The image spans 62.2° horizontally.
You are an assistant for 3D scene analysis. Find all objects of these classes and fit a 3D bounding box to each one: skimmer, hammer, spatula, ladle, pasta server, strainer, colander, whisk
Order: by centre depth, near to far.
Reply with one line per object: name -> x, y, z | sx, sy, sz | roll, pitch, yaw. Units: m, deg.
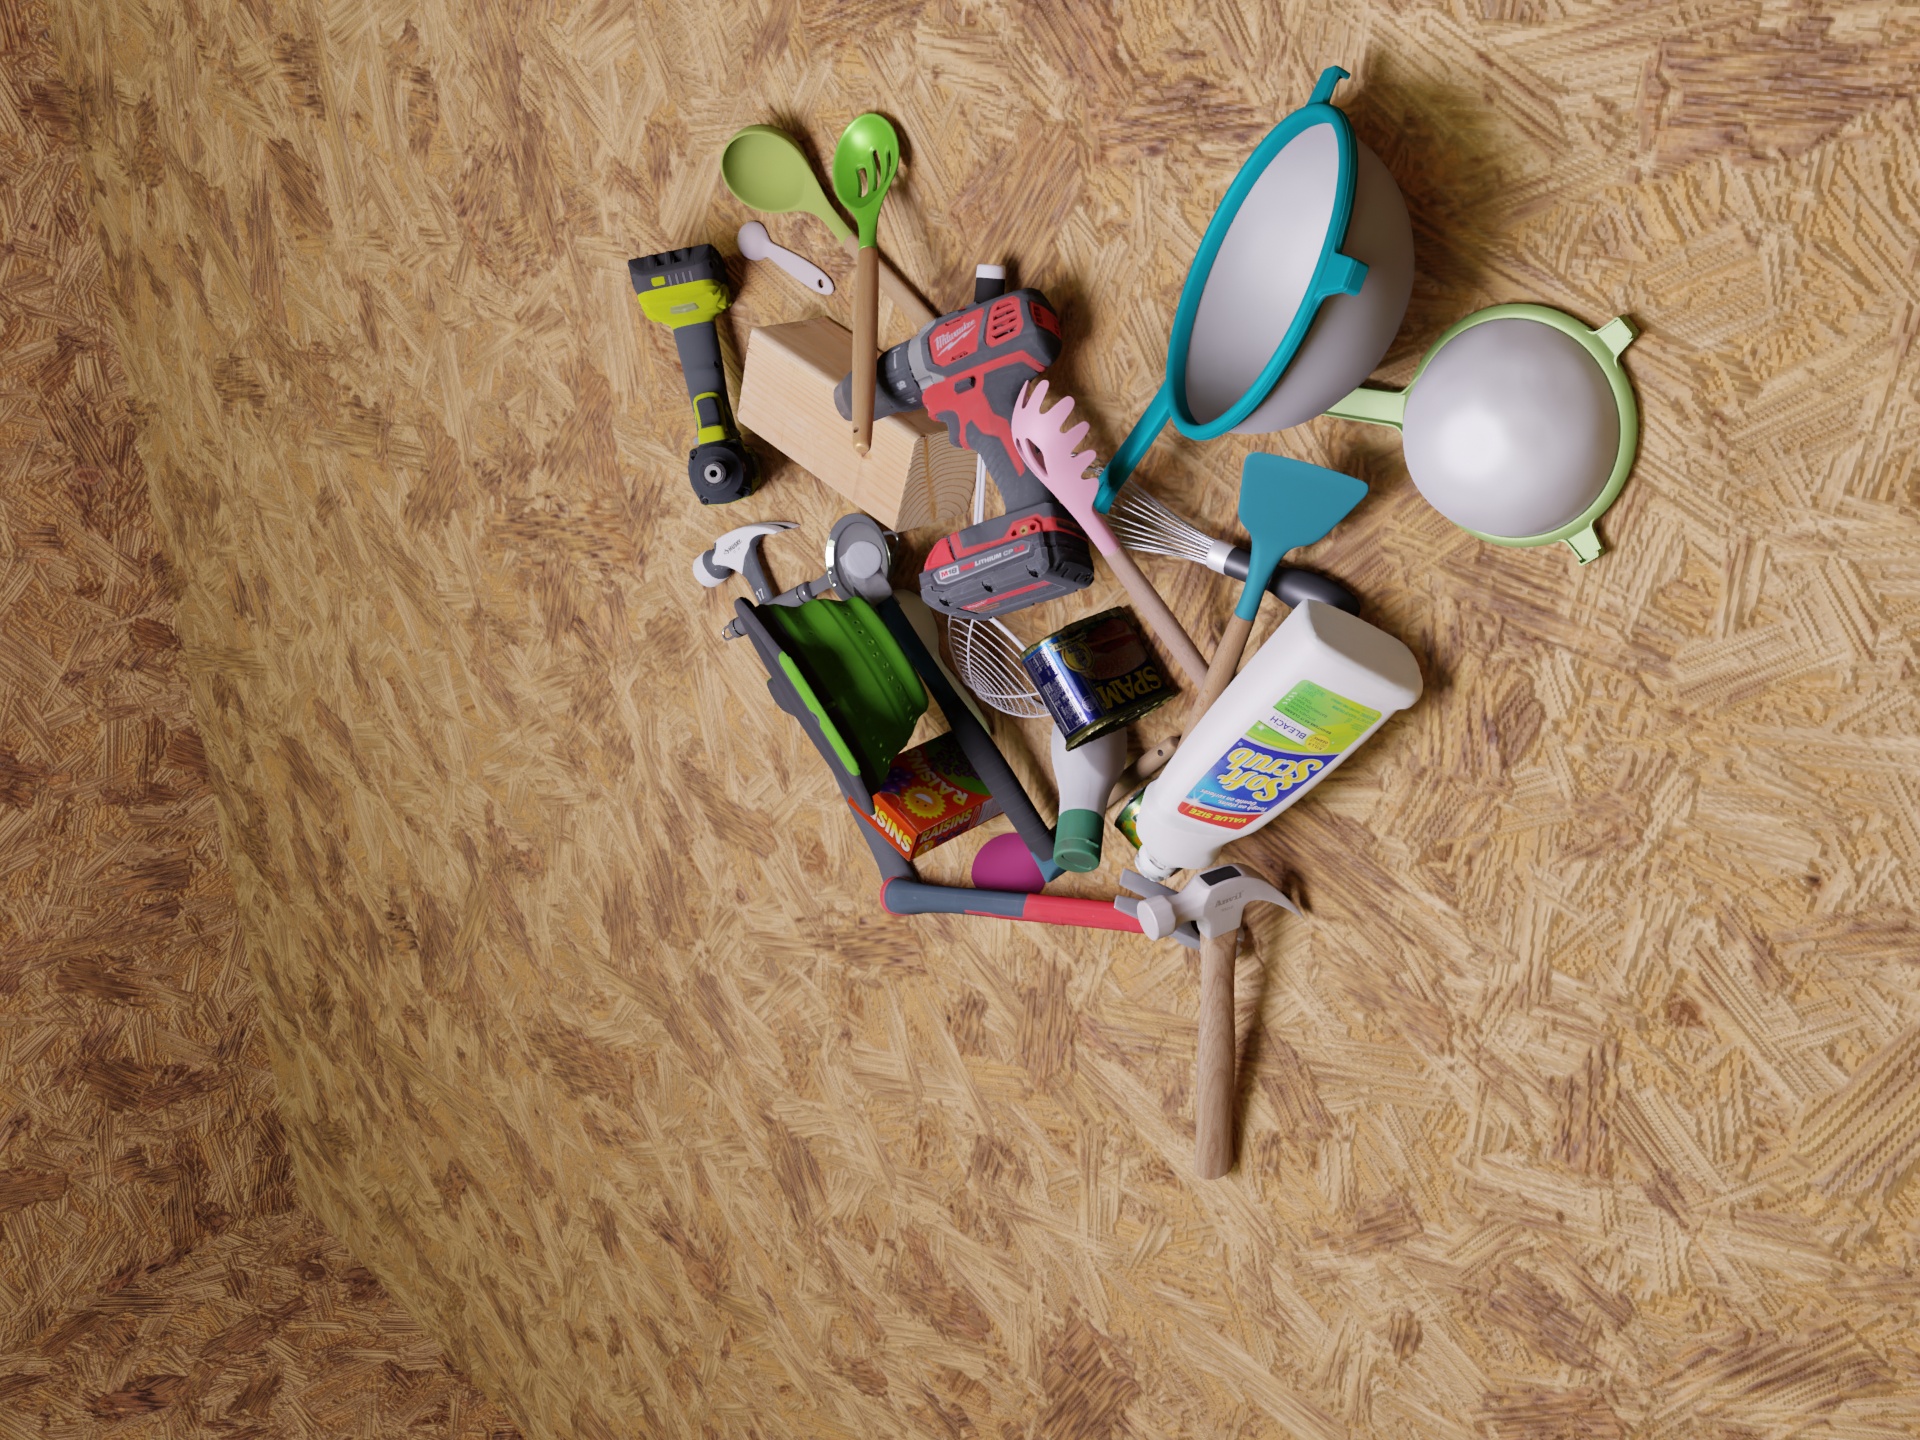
strainer -> 0.286, -0.187, 1.000 | 0.256, 0.069, 0.151 | 20, 121, 38
strainer -> 0.194, -0.232, 1.039 | 0.340, 0.095, 0.211 | 126, 155, -52
spatula -> 0.190, -0.048, 1.123 | 0.082, 0.044, 0.317 | 16, 123, -1
pasta server -> 0.127, -0.109, 1.137 | 0.316, 0.040, 0.060 | 50, 163, -29
whisk -> 0.165, -0.132, 1.167 | 0.285, 0.070, 0.070 | 28, 126, 30
hammer -> 0.207, 0.248, 1.270 | 0.031, 0.130, 0.331 | -131, 28, -49
skimmer -> 0.041, -0.178, 1.282 | 0.127, 0.090, 0.363 | 29, 121, 58
ladle -> -0.084, -0.377, 1.315 | 0.320, 0.062, 0.078 | 49, 144, 15
hammer -> -0.002, -0.004, 1.347 | 0.331, 0.033, 0.128 | 57, 175, -3
colander -> -0.107, -0.037, 1.361 | 0.204, 0.094, 0.397 | 58, 172, -9
hammer -> 0.050, 0.156, 1.368 | 0.386, 0.143, 0.038 | -2, 66, 48
strainer -> -0.135, -0.123, 1.466 | 0.258, 0.050, 0.087 | -22, 84, 37
hammer -> -0.133, -0.006, 1.554 | 0.149, 0.036, 0.409 | -28, 87, 48

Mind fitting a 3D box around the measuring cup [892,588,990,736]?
measuring cup -> -0.033, -0.044, 1.425 | 0.168, 0.038, 0.083 | 53, 137, 18

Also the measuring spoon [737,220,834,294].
measuring spoon -> -0.158, -0.405, 1.405 | 0.124, 0.018, 0.034 | 37, 131, 28

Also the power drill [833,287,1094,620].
power drill -> -0.001, -0.193, 1.188 | 0.188, 0.080, 0.227 | -16, 78, 28

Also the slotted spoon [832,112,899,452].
slotted spoon -> -0.073, -0.340, 1.230 | 0.070, 0.031, 0.314 | -19, 59, 35

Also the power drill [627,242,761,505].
power drill -> -0.232, -0.306, 1.436 | 0.171, 0.080, 0.223 | -106, 4, -80

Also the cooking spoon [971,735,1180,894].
cooking spoon -> 0.093, 0.090, 1.371 | 0.069, 0.017, 0.318 | 57, 139, 10
